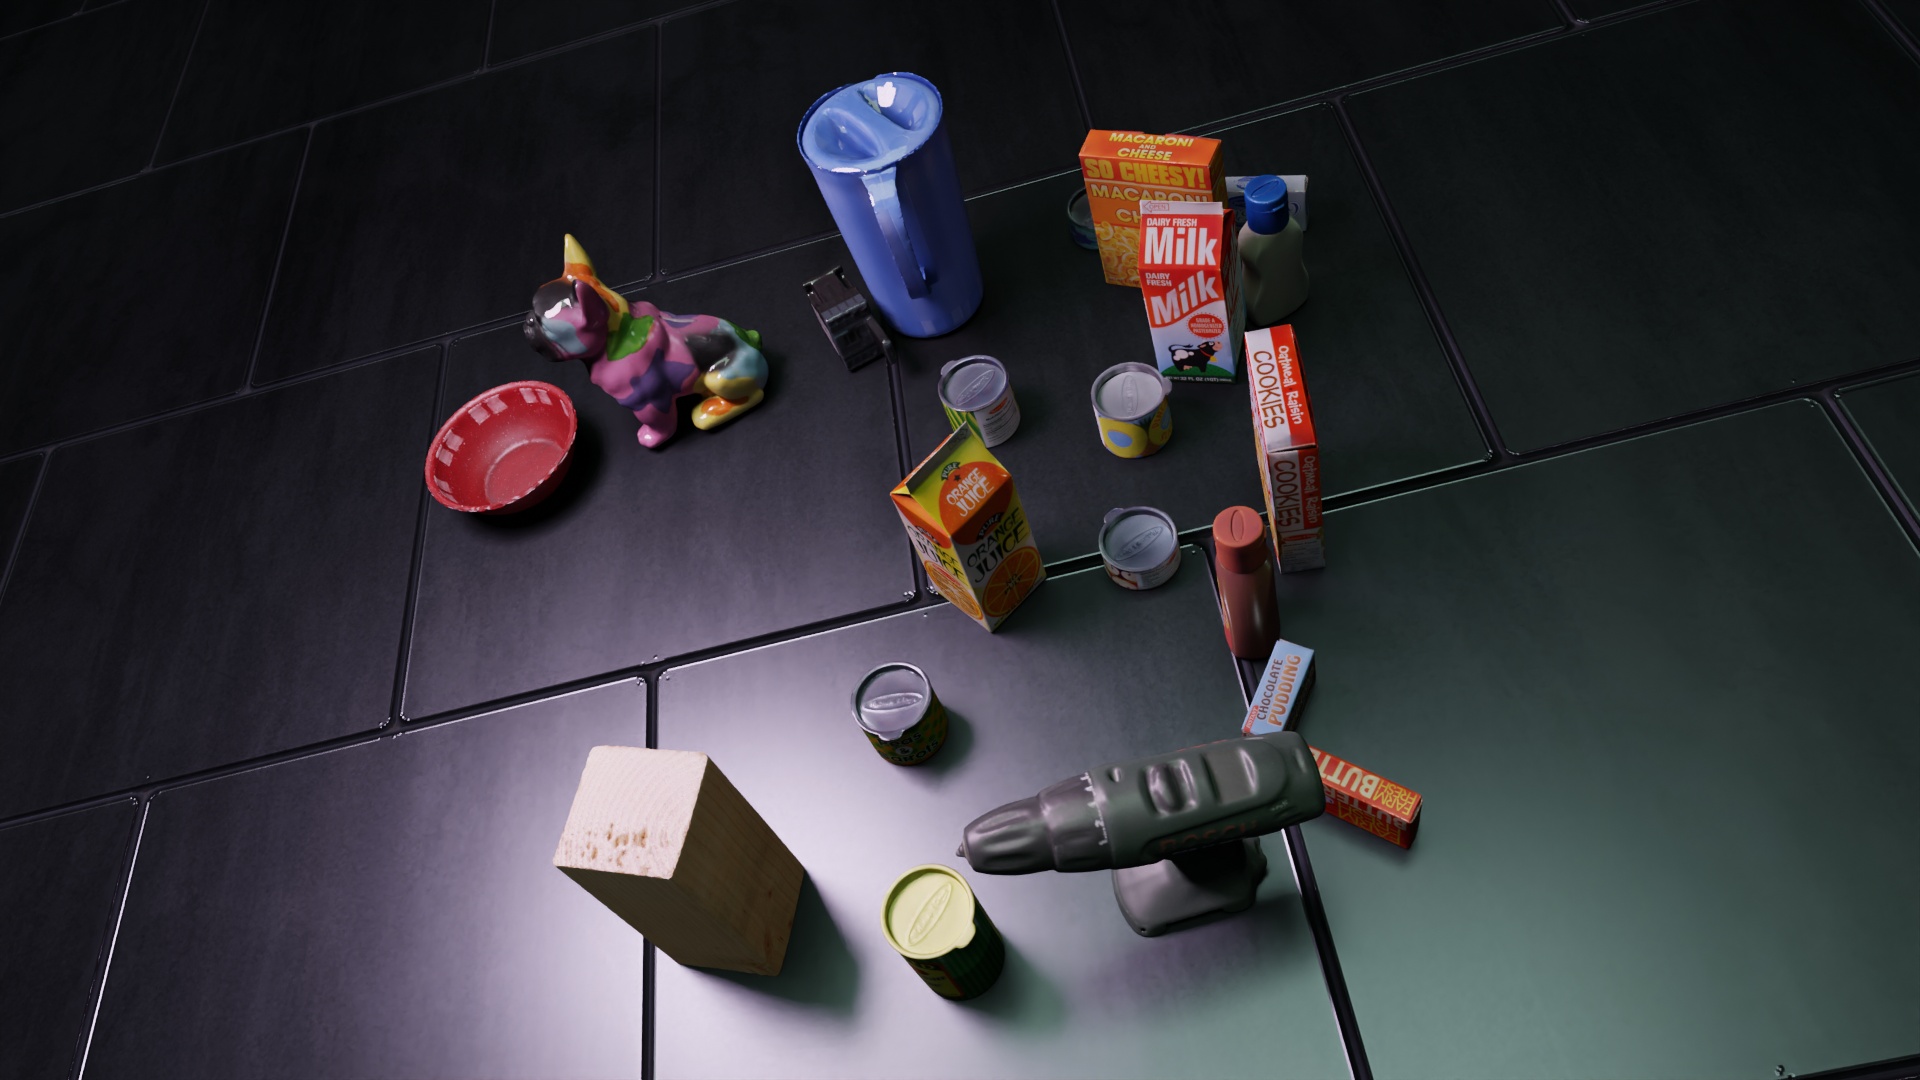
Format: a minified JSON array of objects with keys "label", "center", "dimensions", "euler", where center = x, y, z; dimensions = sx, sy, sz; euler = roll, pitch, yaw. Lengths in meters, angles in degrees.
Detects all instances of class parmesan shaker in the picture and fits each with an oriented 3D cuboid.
[{"label":"parmesan shaker","center":[-0.009,0.279,0.977],"dimensions":[0.071,0.102,0.071],"euler":[-8,54,11]}]

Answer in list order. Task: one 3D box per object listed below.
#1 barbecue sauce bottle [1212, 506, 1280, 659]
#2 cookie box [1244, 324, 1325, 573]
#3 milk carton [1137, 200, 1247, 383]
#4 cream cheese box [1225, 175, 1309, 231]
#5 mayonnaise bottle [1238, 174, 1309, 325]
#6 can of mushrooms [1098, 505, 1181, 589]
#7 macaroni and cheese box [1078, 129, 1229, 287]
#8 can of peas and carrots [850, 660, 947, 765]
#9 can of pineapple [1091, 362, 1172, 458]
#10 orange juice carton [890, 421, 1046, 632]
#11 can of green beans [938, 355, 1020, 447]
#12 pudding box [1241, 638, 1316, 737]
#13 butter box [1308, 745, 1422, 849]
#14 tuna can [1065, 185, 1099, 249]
[{"label":"barbecue sauce bottle","center":[0.218,0.030,1.058],"dimensions":[0.043,0.148,0.065],"euler":[-3,56,15]},{"label":"cookie box","center":[0.259,-0.071,1.104],"dimensions":[0.040,0.166,0.123],"euler":[-9,54,10]},{"label":"milk carton","center":[0.204,-0.226,1.215],"dimensions":[0.072,0.189,0.074],"euler":[5,58,20]},{"label":"cream cheese box","center":[0.285,-0.326,1.348],"dimensions":[0.104,0.053,0.024],"euler":[4,57,18]},{"label":"mayonnaise bottle","center":[0.278,-0.261,1.244],"dimensions":[0.065,0.147,0.041],"euler":[-31,53,-6]},{"label":"can of mushrooms","center":[0.150,0.005,1.167],"dimensions":[0.071,0.033,0.071],"euler":[-8,54,11]},{"label":"macaroni and cheese box","center":[0.185,-0.303,1.289],"dimensions":[0.124,0.165,0.040],"euler":[12,60,23]},{"label":"can of peas and carrots","center":[-0.048,0.141,1.113],"dimensions":[0.071,0.058,0.071],"euler":[-8,54,11]},{"label":"can of pineapple","center":[0.155,-0.115,1.234],"dimensions":[0.071,0.057,0.071],"euler":[-8,54,11]},{"label":"orange juice carton","center":[0.004,-0.014,1.123],"dimensions":[0.073,0.191,0.072],"euler":[35,71,33]},{"label":"can of green beans","center":[0.018,-0.128,1.283],"dimensions":[0.071,0.057,0.071],"euler":[-8,54,11]},{"label":"pudding box","center":[0.240,0.123,1.048],"dimensions":[0.030,0.049,0.084],"euler":[16,62,26]},{"label":"butter box","center":[0.278,0.181,0.994],"dimensions":[0.103,0.053,0.024],"euler":[23,65,28]},{"label":"tuna can","center":[0.143,-0.327,1.402],"dimensions":[0.071,0.032,0.071],"euler":[-8,54,11]}]
